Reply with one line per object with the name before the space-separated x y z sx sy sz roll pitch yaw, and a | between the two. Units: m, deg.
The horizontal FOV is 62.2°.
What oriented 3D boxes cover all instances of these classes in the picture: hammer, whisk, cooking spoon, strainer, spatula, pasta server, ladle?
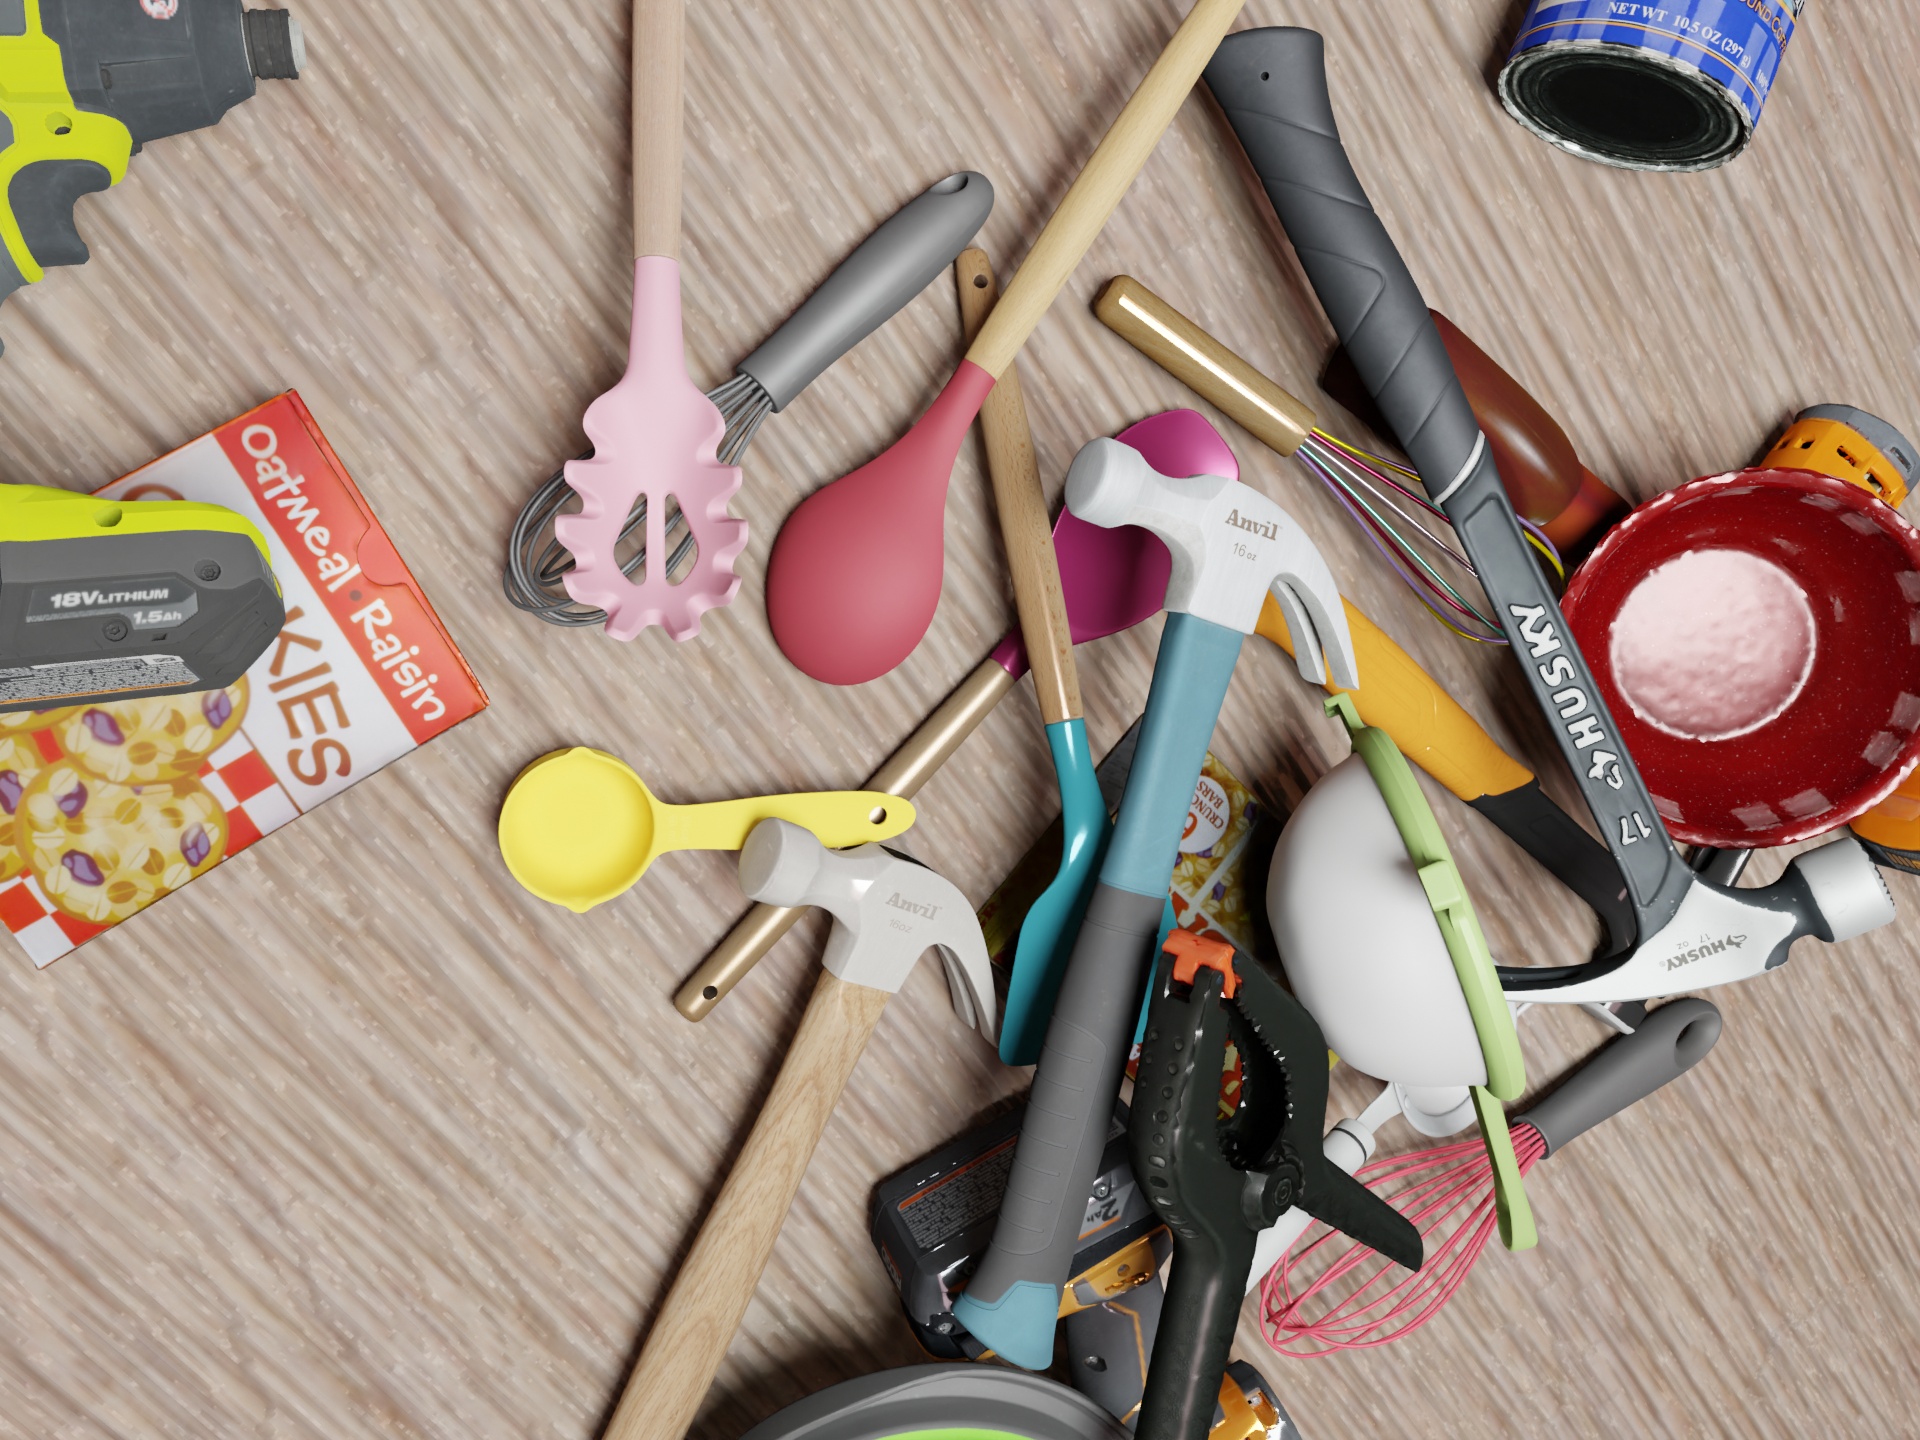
hammer | -0.086 0.203 0.625 0.130 0.031 0.331 21 96 -34
whisk | 0.154 -0.102 0.656 0.245 0.047 0.051 33 61 -14
cooking spoon | -0.001 -0.002 0.638 0.319 0.017 0.068 -47 114 -7
strainer | 0.176 0.126 0.639 0.069 0.152 0.256 -19 115 7
whisk | -0.071 -0.121 0.578 0.239 0.055 0.055 -45 111 -11
strainer | 0.171 0.175 0.687 0.258 0.050 0.086 -33 113 -35
spatula | 0.031 -0.024 0.618 0.082 0.044 0.317 -10 89 -11
pasta server | -0.101 -0.181 0.529 0.060 0.040 0.316 1 86 -10
whisk | 0.255 0.207 0.750 0.296 0.073 0.073 -26 107 -21
hammer | 0.195 -0.076 0.609 0.149 0.036 0.409 -27 93 19
ladle | 0.023 -0.150 0.587 0.069 0.031 0.315 34 94 10
hammer | 0.230 0.011 0.709 0.336 0.034 0.127 35 87 -24
hammer | 0.058 0.074 0.582 0.128 0.033 0.331 15 91 -25

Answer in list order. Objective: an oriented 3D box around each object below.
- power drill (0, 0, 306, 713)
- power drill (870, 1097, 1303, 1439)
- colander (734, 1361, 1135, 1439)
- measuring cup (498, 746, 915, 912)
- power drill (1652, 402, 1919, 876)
power drill | -0.274 -0.120 0.464 0.171 0.080 0.223 -7 83 -16
power drill | 0.037 0.288 0.673 0.185 0.084 0.226 -27 112 -12
colander | -0.090 0.344 0.577 0.397 0.095 0.204 5 111 -11
measuring cup | -0.095 0.037 0.604 0.156 0.029 0.062 -1 100 -19
power drill | 0.431 -0.017 0.761 0.226 0.084 0.164 40 85 -17
